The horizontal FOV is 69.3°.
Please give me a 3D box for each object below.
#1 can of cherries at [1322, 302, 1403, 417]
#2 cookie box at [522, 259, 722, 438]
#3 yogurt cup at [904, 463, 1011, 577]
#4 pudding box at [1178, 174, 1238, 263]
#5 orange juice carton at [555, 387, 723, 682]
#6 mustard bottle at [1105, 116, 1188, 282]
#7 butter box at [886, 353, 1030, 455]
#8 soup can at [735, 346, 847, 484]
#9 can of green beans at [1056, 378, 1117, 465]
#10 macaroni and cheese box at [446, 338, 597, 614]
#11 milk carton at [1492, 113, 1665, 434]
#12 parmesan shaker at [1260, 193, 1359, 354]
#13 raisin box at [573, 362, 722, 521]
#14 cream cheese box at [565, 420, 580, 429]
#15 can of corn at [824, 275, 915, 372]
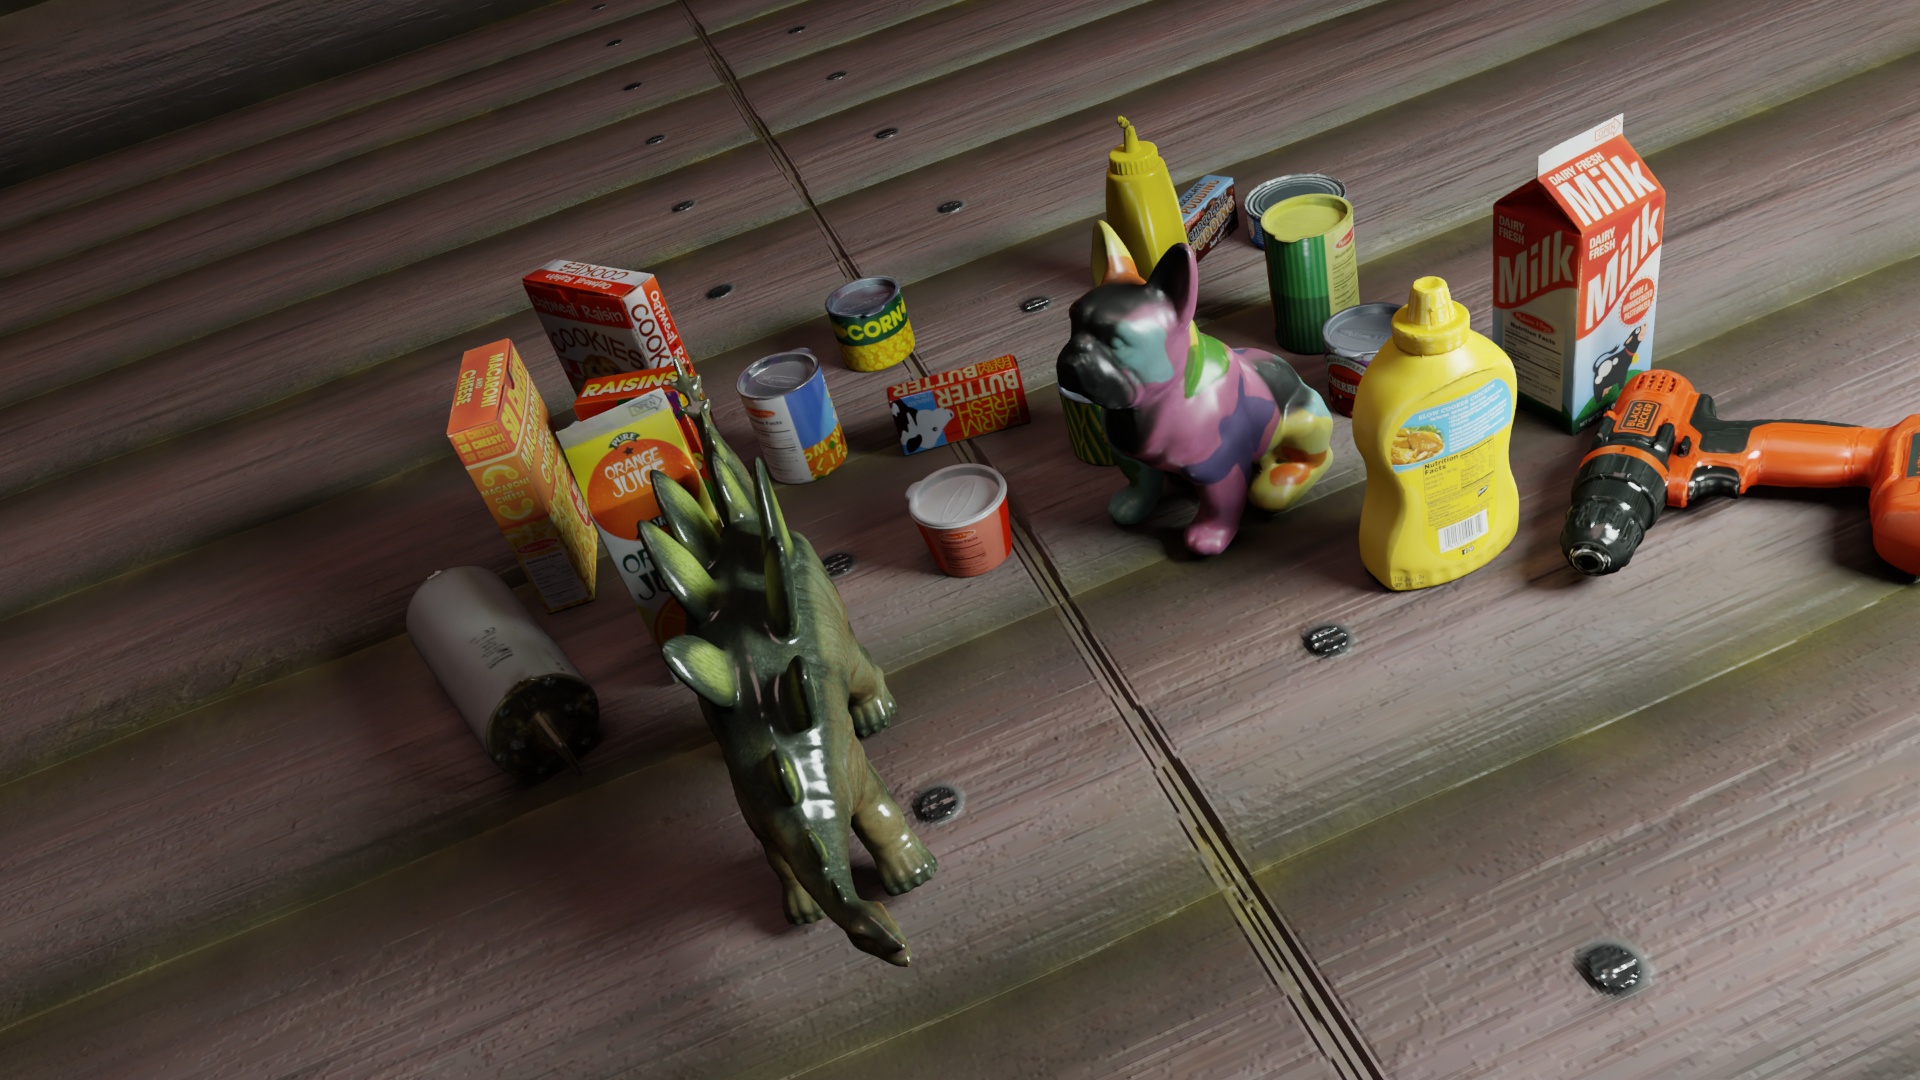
[{"bbox_3d":[0.290,-0.126,0.984,0.071,0.058,0.072,-11,37,8],"label":"can of cherries"},{"bbox_3d":[-0.273,-0.142,1.129,0.123,0.166,0.040,14,47,35],"label":"cookie box"},{"bbox_3d":[0.003,-0.012,0.952,0.072,0.053,0.073,-11,37,8],"label":"yogurt cup"},{"bbox_3d":[0.208,-0.280,1.219,0.030,0.049,0.084,19,50,38],"label":"pudding box"},{"bbox_3d":[-0.193,-0.007,0.906,0.072,0.191,0.073,-23,37,-8],"label":"orange juice carton"},{"bbox_3d":[0.150,-0.275,1.142,0.049,0.159,0.065,-35,40,-22],"label":"mustard bottle"},{"bbox_3d":[-0.001,-0.105,1.072,0.103,0.053,0.024,-15,37,2],"label":"butter box"},{"bbox_3d":[-0.129,-0.097,1.086,0.071,0.083,0.072,-11,37,8],"label":"soup can"},{"bbox_3d":[0.108,-0.097,1.017,0.071,0.057,0.071,-11,37,8],"label":"can of green beans"},{"bbox_3d":[-0.318,-0.048,1.028,0.040,0.165,0.124,-17,37,-1],"label":"macaroni and cheese box"},{"bbox_3d":[0.395,-0.173,0.894,0.072,0.189,0.073,-29,38,-15],"label":"milk carton"},{"bbox_3d":[0.264,-0.199,1.050,0.071,0.102,0.072,-11,37,8],"label":"parmesan shaker"},{"bbox_3d":[-0.228,-0.069,1.055,0.086,0.122,0.040,-7,38,13],"label":"raisin box"},{"bbox_3d":[-0.271,-0.067,1.127,0.104,0.053,0.024,6,43,27],"label":"cream cheese box"},{"bbox_3d":[-0.077,-0.186,1.200,0.071,0.058,0.071,-11,37,8],"label":"can of corn"}]
